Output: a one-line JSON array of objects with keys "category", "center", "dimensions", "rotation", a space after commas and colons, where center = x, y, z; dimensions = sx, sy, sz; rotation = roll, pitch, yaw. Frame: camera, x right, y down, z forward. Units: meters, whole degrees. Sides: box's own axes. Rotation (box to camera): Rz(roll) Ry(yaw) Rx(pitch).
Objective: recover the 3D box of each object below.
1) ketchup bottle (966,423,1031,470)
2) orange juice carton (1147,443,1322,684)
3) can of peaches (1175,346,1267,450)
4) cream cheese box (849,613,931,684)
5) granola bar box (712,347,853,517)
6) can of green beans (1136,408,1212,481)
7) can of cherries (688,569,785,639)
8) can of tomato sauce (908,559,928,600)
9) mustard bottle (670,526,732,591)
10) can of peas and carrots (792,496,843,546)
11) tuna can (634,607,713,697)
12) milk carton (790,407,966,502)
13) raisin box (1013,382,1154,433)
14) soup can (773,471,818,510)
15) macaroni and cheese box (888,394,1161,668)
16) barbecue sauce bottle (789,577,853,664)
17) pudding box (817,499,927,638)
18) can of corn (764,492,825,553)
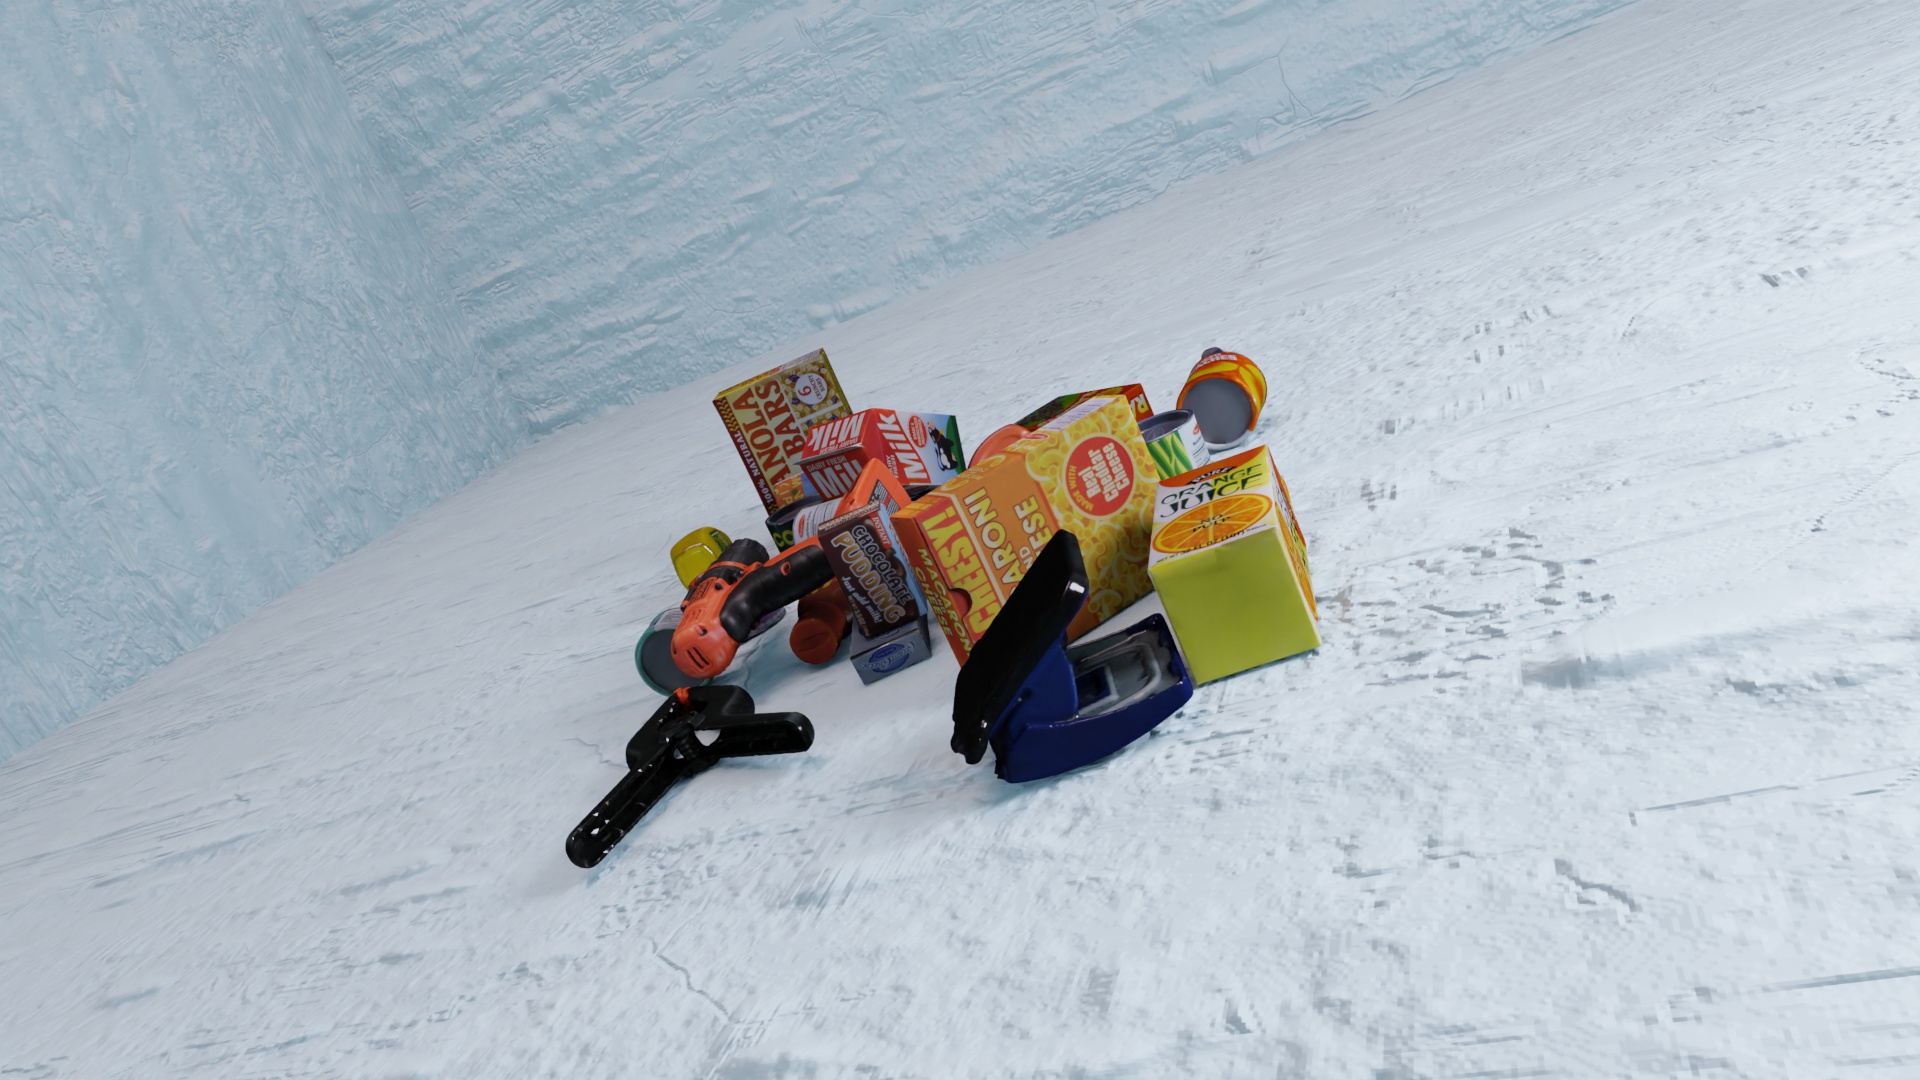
[{"category": "ketchup bottle", "center": [0.036, -0.038, 1.059], "dimensions": [0.065, 0.043, 0.148], "rotation": [-52, -12, -8]}, {"category": "orange juice carton", "center": [0.158, 0.002, 0.808], "dimensions": [0.071, 0.073, 0.193], "rotation": [-20, 16, 17]}, {"category": "can of peaches", "center": [0.209, -0.115, 1.119], "dimensions": [0.071, 0.071, 0.058], "rotation": [-17, 18, 26]}, {"category": "cream cheese box", "center": [-0.050, 0.066, 0.996], "dimensions": [0.053, 0.024, 0.104], "rotation": [-24, 16, 4]}, {"category": "granola bar box", "center": [-0.165, -0.099, 1.445], "dimensions": [0.124, 0.165, 0.039], "rotation": [-22, 16, 7]}, {"category": "can of green beans", "center": [0.153, -0.059, 1.042], "dimensions": [0.071, 0.057, 0.071], "rotation": [-22, 16, 7]}, {"category": "can of cherries", "center": [-0.193, 0.050, 1.193], "dimensions": [0.071, 0.058, 0.072], "rotation": [-22, 15, 6]}, {"category": "can of tomato sauce", "center": [0.013, 0.012, 1.000], "dimensions": [0.071, 0.071, 0.083], "rotation": [-36, 18, -36]}, {"category": "mustard bottle", "center": [-0.254, 0.015, 1.393], "dimensions": [0.049, 0.065, 0.160], "rotation": [-29, 12, 0]}, {"category": "can of peas and carrots", "center": [-0.105, -0.004, 1.234], "dimensions": [0.058, 0.070, 0.071], "rotation": [-15, 18, 28]}, {"category": "tuna can", "center": [-0.222, 0.091, 1.095], "dimensions": [0.071, 0.071, 0.033], "rotation": [-21, 16, 13]}, {"category": "milk carton", "center": [-0.073, -0.077, 1.283], "dimensions": [0.072, 0.073, 0.191], "rotation": [-15, -6, 30]}, {"category": "raisin box", "center": [0.109, -0.107, 1.303], "dimensions": [0.086, 0.040, 0.123], "rotation": [-33, 16, -31]}, {"category": "soup can", "center": [-0.137, -0.041, 1.405], "dimensions": [0.084, 0.071, 0.071], "rotation": [-23, 15, 7]}, {"category": "macaroni and cheese box", "center": [0.055, -0.001, 0.877], "dimensions": [0.167, 0.123, 0.040], "rotation": [-31, 15, -21]}, {"category": "barbecue sauce bottle", "center": [-0.099, 0.050, 1.084], "dimensions": [0.065, 0.043, 0.149], "rotation": [-26, 15, 15]}, {"category": "pudding box", "center": [-0.060, 0.020, 0.959], "dimensions": [0.049, 0.083, 0.030], "rotation": [-22, 18, 3]}, {"category": "can of corn", "center": [-0.142, -0.005, 1.298], "dimensions": [0.071, 0.058, 0.071], "rotation": [-22, 15, 7]}]
